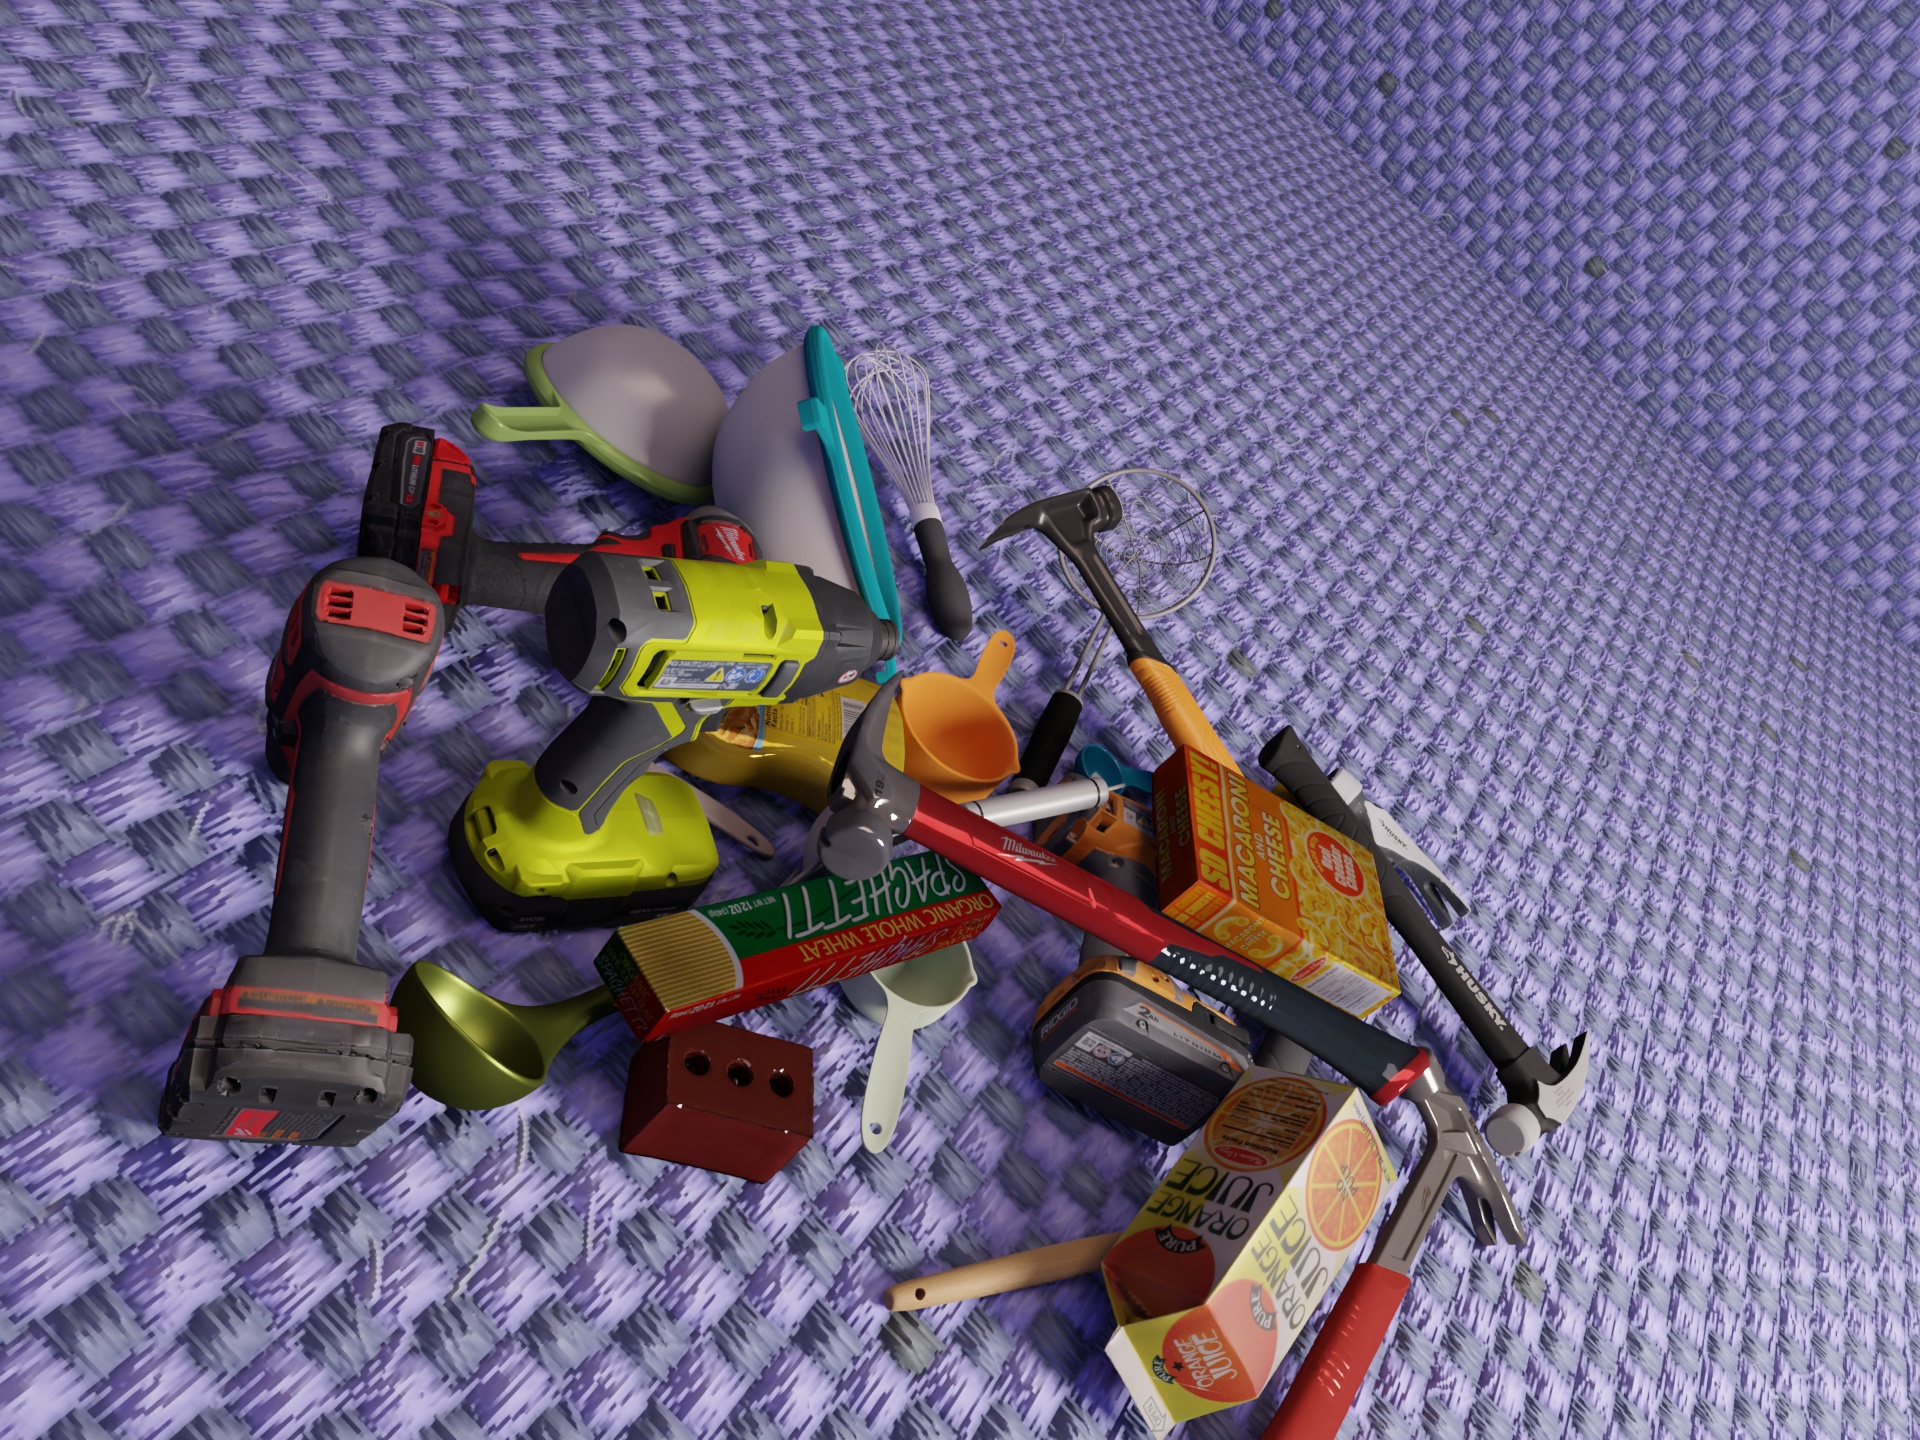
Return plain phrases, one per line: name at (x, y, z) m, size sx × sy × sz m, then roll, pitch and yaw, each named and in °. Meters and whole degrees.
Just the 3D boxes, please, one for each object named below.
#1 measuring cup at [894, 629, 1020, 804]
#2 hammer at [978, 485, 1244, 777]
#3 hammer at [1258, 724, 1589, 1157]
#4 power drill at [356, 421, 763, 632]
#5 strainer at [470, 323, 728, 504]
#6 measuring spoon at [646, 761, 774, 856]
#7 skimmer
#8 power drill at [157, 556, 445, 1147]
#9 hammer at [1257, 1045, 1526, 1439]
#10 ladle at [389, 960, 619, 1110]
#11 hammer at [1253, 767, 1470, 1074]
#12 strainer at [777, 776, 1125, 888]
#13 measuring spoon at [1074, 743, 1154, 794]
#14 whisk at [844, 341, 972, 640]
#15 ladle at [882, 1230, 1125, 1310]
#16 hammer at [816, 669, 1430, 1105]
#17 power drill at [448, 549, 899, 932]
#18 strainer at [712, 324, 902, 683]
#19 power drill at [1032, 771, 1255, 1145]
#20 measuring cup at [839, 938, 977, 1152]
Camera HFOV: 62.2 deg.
measuring cup at (-0.002, -0.003, 1.054) m, size 0.095 × 0.052 × 0.174 m, roll 37°, pitch 35°, yaw -6°
hammer at (0.142, -0.016, 1.121) m, size 0.127 × 0.034 × 0.337 m, roll -21°, pitch 74°, yaw -40°
hammer at (0.326, 0.142, 1.147) m, size 0.146 × 0.035 × 0.335 m, roll -16°, pitch 66°, yaw -47°
power drill at (-0.216, -0.093, 0.888) m, size 0.219 × 0.078 × 0.143 m, roll 9°, pitch 34°, yaw -18°
strainer at (-0.218, -0.206, 0.996) m, size 0.151 × 0.069 × 0.256 m, roll 44°, pitch 18°, yaw 3°
measuring spoon at (-0.159, 0.047, 0.901) m, size 0.124 × 0.018 × 0.034 m, roll 36°, pitch 22°, yaw -17°
skimmer at (0.101, -0.069, 1.176) m, size 0.127 × 0.090 × 0.363 m, roll 20°, pitch 38°, yaw 8°
power drill at (-0.277, 0.062, 0.679) m, size 0.080 × 0.188 × 0.227 m, roll 12°, pitch 64°, yaw -27°
hammer at (0.230, 0.343, 0.895) m, size 0.359 × 0.037 × 0.149 m, roll -38°, pitch 104°, yaw -48°
ladle at (-0.143, 0.119, 0.805) m, size 0.078 × 0.062 × 0.320 m, roll 42°, pitch 32°, yaw 24°
hammer at (0.259, 0.176, 1.111) m, size 0.149 × 0.036 × 0.409 m, roll 44°, pitch 37°, yaw 3°
strainer at (-0.003, 0.057, 0.939) m, size 0.258 × 0.087 × 0.050 m, roll -9°, pitch 77°, yaw -34°
measuring spoon at (0.125, 0.048, 1.145) m, size 0.128 × 0.021 × 0.042 m, roll 16°, pitch 50°, yaw -42°
whisk at (-0.033, -0.177, 1.202) m, size 0.070 × 0.070 × 0.285 m, roll 8°, pitch 52°, yaw -36°
ladle at (0.091, 0.286, 0.860) m, size 0.315 × 0.031 × 0.069 m, roll 3°, pitch 66°, yaw -36°
hammer at (0.102, 0.107, 0.898) m, size 0.386 × 0.038 × 0.143 m, roll 29°, pitch 36°, yaw -14°
power drill at (-0.142, 0.010, 0.774) m, size 0.171 × 0.223 × 0.080 m, roll 1°, pitch 52°, yaw -40°
strainer at (-0.113, -0.174, 1.080) m, size 0.095 × 0.210 × 0.341 m, roll -14°, pitch 33°, yaw 2°
power drill at (0.130, 0.149, 0.994) m, size 0.185 × 0.084 × 0.226 m, roll 30°, pitch 34°, yaw -16°
measuring cup at (-0.041, 0.167, 0.860) m, size 0.083 × 0.038 × 0.168 m, roll 29°, pitch 40°, yaw -15°
